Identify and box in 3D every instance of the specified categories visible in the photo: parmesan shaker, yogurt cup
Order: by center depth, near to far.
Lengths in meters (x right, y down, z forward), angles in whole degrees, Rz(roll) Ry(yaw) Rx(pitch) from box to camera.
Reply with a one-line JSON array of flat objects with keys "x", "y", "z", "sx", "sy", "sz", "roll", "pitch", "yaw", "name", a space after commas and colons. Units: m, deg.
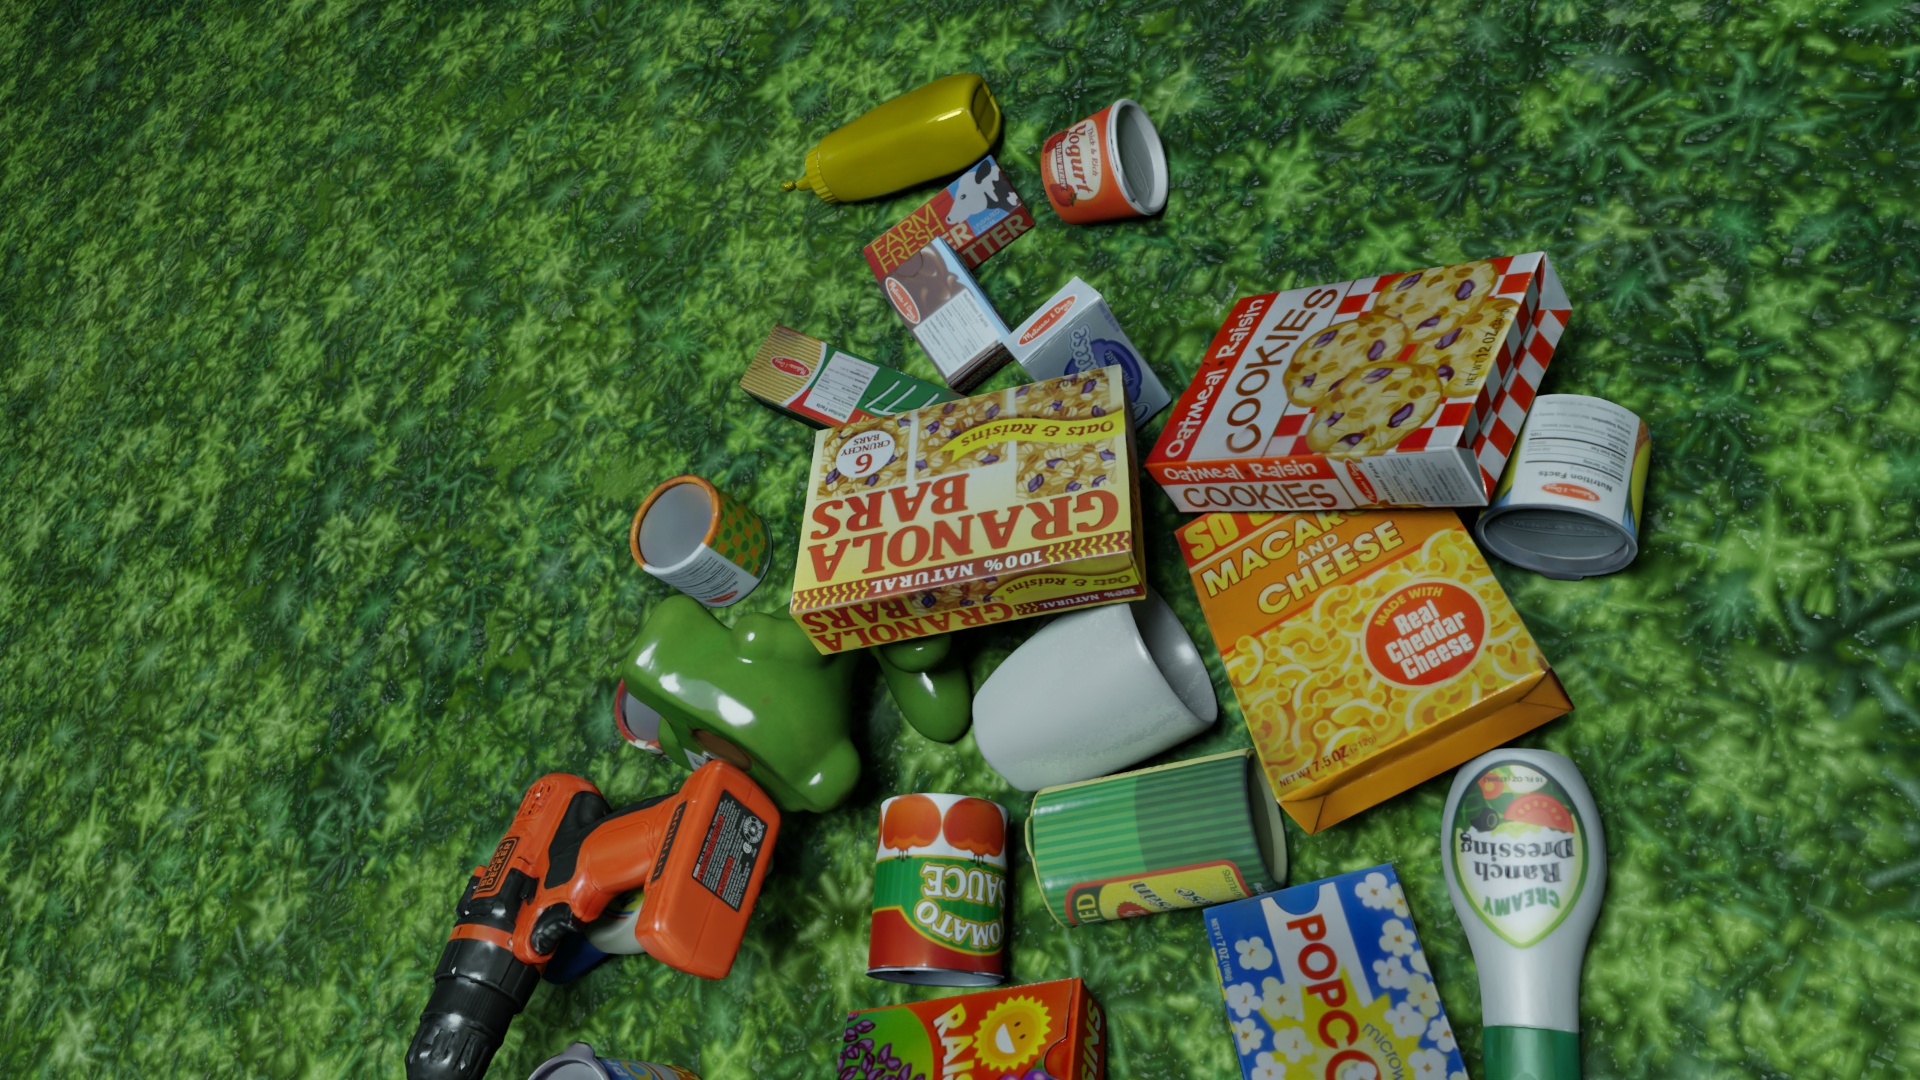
[{"x": 0.091, "y": 0.137, "z": 0.638, "sx": 0.103, "sy": 0.071, "sz": 0.071, "roll": -16, "pitch": 61, "yaw": 22, "name": "parmesan shaker"}, {"x": 0.084, "y": -0.219, "z": 0.817, "sx": 0.054, "sy": 0.072, "sz": 0.072, "roll": -10, "pitch": 63, "yaw": 34, "name": "yogurt cup"}]

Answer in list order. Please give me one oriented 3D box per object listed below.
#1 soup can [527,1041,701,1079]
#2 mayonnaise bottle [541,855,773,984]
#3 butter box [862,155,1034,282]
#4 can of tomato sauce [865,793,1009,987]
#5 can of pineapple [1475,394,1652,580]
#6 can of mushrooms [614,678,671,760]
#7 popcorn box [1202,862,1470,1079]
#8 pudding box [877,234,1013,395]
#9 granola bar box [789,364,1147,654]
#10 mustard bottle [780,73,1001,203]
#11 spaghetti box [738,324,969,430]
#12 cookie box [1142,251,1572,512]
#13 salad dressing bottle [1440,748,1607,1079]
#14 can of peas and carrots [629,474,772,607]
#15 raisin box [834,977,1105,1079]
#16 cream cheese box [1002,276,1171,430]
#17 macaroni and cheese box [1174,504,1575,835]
[{"x": -0.173, "y": 0.294, "z": 0.702, "sx": 0.071, "sy": 0.083, "sz": 0.071, "roll": -12, "pitch": 62, "yaw": 24, "name": "soup can"}, {"x": -0.175, "y": 0.195, "z": 0.775, "sx": 0.148, "sy": 0.041, "sz": 0.065, "roll": -35, "pitch": 48, "yaw": 10, "name": "mayonnaise bottle"}, {"x": -0.008, "y": -0.192, "z": 0.878, "sx": 0.103, "sy": 0.024, "sz": 0.053, "roll": -34, "pitch": 55, "yaw": 10, "name": "butter box"}, {"x": -0.009, "y": 0.171, "z": 0.679, "sx": 0.071, "sy": 0.071, "sz": 0.083, "roll": -9, "pitch": 63, "yaw": 26, "name": "can of tomato sauce"}, {"x": 0.268, "y": -0.023, "z": 0.619, "sx": 0.071, "sy": 0.071, "sz": 0.058, "roll": 6, "pitch": 65, "yaw": 31, "name": "can of pineapple"}, {"x": -0.172, "y": 0.096, "z": 0.827, "sx": 0.071, "sy": 0.033, "sz": 0.071, "roll": -11, "pitch": 63, "yaw": 24, "name": "can of mushrooms"}, {"x": 0.157, "y": 0.206, "z": 0.568, "sx": 0.085, "sy": 0.038, "sz": 0.127, "roll": -17, "pitch": 50, "yaw": 9, "name": "popcorn box"}, {"x": -0.006, "y": -0.135, "z": 0.832, "sx": 0.049, "sy": 0.030, "sz": 0.084, "roll": -37, "pitch": 73, "yaw": 10, "name": "pudding box"}, {"x": 0.005, "y": -0.015, "z": 0.685, "sx": 0.165, "sy": 0.039, "sz": 0.125, "roll": -11, "pitch": 47, "yaw": 15, "name": "granola bar box"}, {"x": -0.051, "y": -0.256, "z": 0.915, "sx": 0.160, "sy": 0.048, "sz": 0.066, "roll": -12, "pitch": 40, "yaw": 30, "name": "mustard bottle"}, {"x": -0.034, "y": -0.072, "z": 0.832, "sx": 0.250, "sy": 0.028, "sz": 0.050, "roll": 25, "pitch": 81, "yaw": 35, "name": "spaghetti box"}, {"x": 0.183, "y": -0.072, "z": 0.658, "sx": 0.167, "sy": 0.040, "sz": 0.123, "roll": 0, "pitch": 49, "yaw": 48, "name": "cookie box"}, {"x": 0.231, "y": 0.162, "z": 0.566, "sx": 0.064, "sy": 0.044, "sz": 0.148, "roll": -6, "pitch": 65, "yaw": 27, "name": "salad dressing bottle"}, {"x": -0.159, "y": -0.002, "z": 0.850, "sx": 0.071, "sy": 0.058, "sz": 0.071, "roll": -12, "pitch": 62, "yaw": 24, "name": "can of peas and carrots"}, {"x": 0.002, "y": 0.253, "z": 0.634, "sx": 0.123, "sy": 0.040, "sz": 0.086, "roll": -16, "pitch": 35, "yaw": 22, "name": "raisin box"}, {"x": 0.069, "y": -0.089, "z": 0.737, "sx": 0.053, "sy": 0.103, "sz": 0.024, "roll": -41, "pitch": 50, "yaw": 5, "name": "cream cheese box"}, {"x": 0.179, "y": 0.033, "z": 0.633, "sx": 0.123, "sy": 0.040, "sz": 0.167, "roll": -30, "pitch": 41, "yaw": 16, "name": "macaroni and cheese box"}]
